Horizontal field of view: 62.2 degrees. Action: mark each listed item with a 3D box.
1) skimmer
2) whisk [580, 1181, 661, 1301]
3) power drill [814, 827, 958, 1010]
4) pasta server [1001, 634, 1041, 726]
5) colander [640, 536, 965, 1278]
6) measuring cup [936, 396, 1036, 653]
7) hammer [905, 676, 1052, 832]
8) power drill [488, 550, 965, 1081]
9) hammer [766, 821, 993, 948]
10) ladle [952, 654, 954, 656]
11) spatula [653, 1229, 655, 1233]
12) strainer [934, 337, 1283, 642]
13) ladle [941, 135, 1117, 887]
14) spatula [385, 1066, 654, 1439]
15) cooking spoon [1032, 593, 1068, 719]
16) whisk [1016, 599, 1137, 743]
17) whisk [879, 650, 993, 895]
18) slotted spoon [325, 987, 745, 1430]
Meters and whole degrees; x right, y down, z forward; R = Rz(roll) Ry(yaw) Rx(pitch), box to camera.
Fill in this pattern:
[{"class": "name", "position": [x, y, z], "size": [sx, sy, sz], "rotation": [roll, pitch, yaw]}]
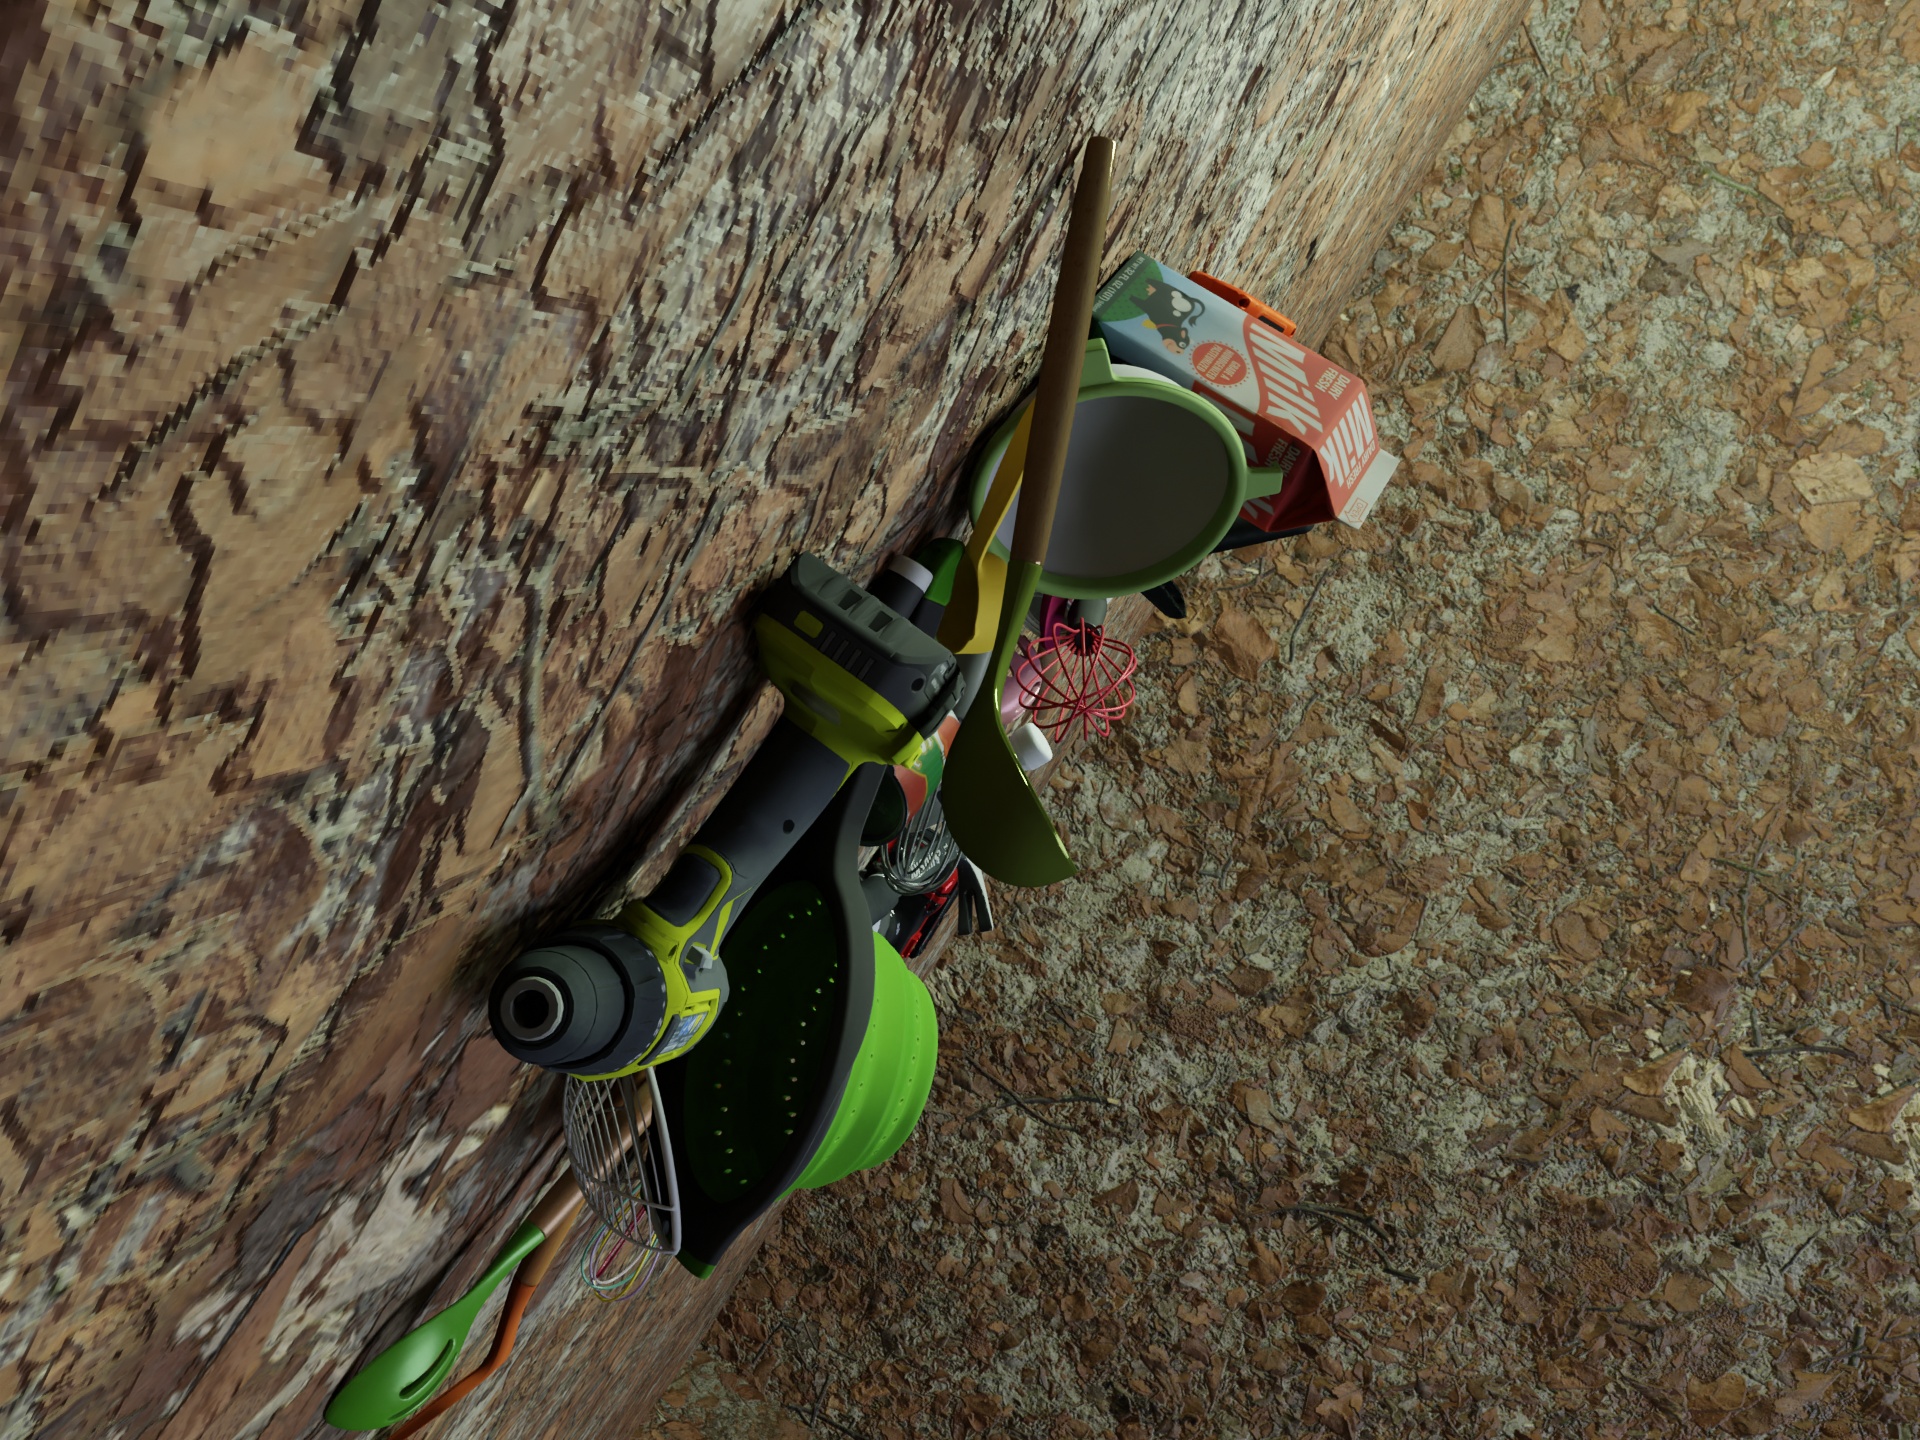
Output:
[{"class": "skimmer", "position": [-0.093, 0.091, 0.805], "size": [0.363, 0.090, 0.127], "rotation": [-59, -158, -4]}, {"class": "whisk", "position": [-0.221, 0.335, 1.229], "size": [0.245, 0.051, 0.047], "rotation": [-61, -166, -4]}, {"class": "power drill", "position": [-0.071, 0.160, 1.331], "size": [0.143, 0.078, 0.219], "rotation": [-60, 170, 17]}, {"class": "pasta server", "position": [-0.043, 0.039, 1.046], "size": [0.316, 0.040, 0.060], "rotation": [-39, 158, -35]}, {"class": "colander", "position": [-0.049, 0.100, 0.851], "size": [0.205, 0.094, 0.397], "rotation": [18, -93, 60]}, {"class": "measuring cup", "position": [0.025, -0.101, 0.827], "size": [0.029, 0.062, 0.156], "rotation": [3, 129, -29]}, {"class": "hammer", "position": [0.019, 0.013, 1.244], "size": [0.128, 0.033, 0.331], "rotation": [-31, -173, 12]}, {"class": "power drill", "position": [-0.097, 0.048, 0.656], "size": [0.228, 0.080, 0.190], "rotation": [-54, 173, -4]}, {"class": "hammer", "position": [-0.050, 0.124, 1.153], "size": [0.036, 0.149, 0.409], "rotation": [-13, -177, 17]}, {"class": "ladle", "position": [0.041, -0.119, 1.059], "size": [0.069, 0.031, 0.315], "rotation": [-41, 161, -51]}, {"class": "spatula", "position": [-0.160, 0.220, 1.098], "size": [0.317, 0.044, 0.082], "rotation": [-62, 176, 27]}, {"class": "strainer", "position": [0.043, -0.113, 0.899], "size": [0.256, 0.151, 0.069], "rotation": [-40, -141, 34]}, {"class": "ladle", "position": [0.044, -0.090, 0.670], "size": [0.078, 0.062, 0.320], "rotation": [64, 37, -85]}, {"class": "spatula", "position": [-0.251, 0.302, 0.932], "size": [0.322, 0.041, 0.081], "rotation": [-62, 172, 3]}, {"class": "cooking spoon", "position": [0.065, -0.051, 1.192], "size": [0.318, 0.017, 0.069], "rotation": [87, 21, -73]}, {"class": "whisk", "position": [0.078, -0.047, 1.022], "size": [0.073, 0.073, 0.296], "rotation": [-59, -177, 17]}, {"class": "whisk", "position": [-0.001, -0.003, 1.015], "size": [0.055, 0.055, 0.239], "rotation": [69, 36, -81]}, {"class": "slotted spoon", "position": [-0.214, 0.257, 0.868], "size": [0.314, 0.031, 0.070], "rotation": [-48, 163, -37]}]
